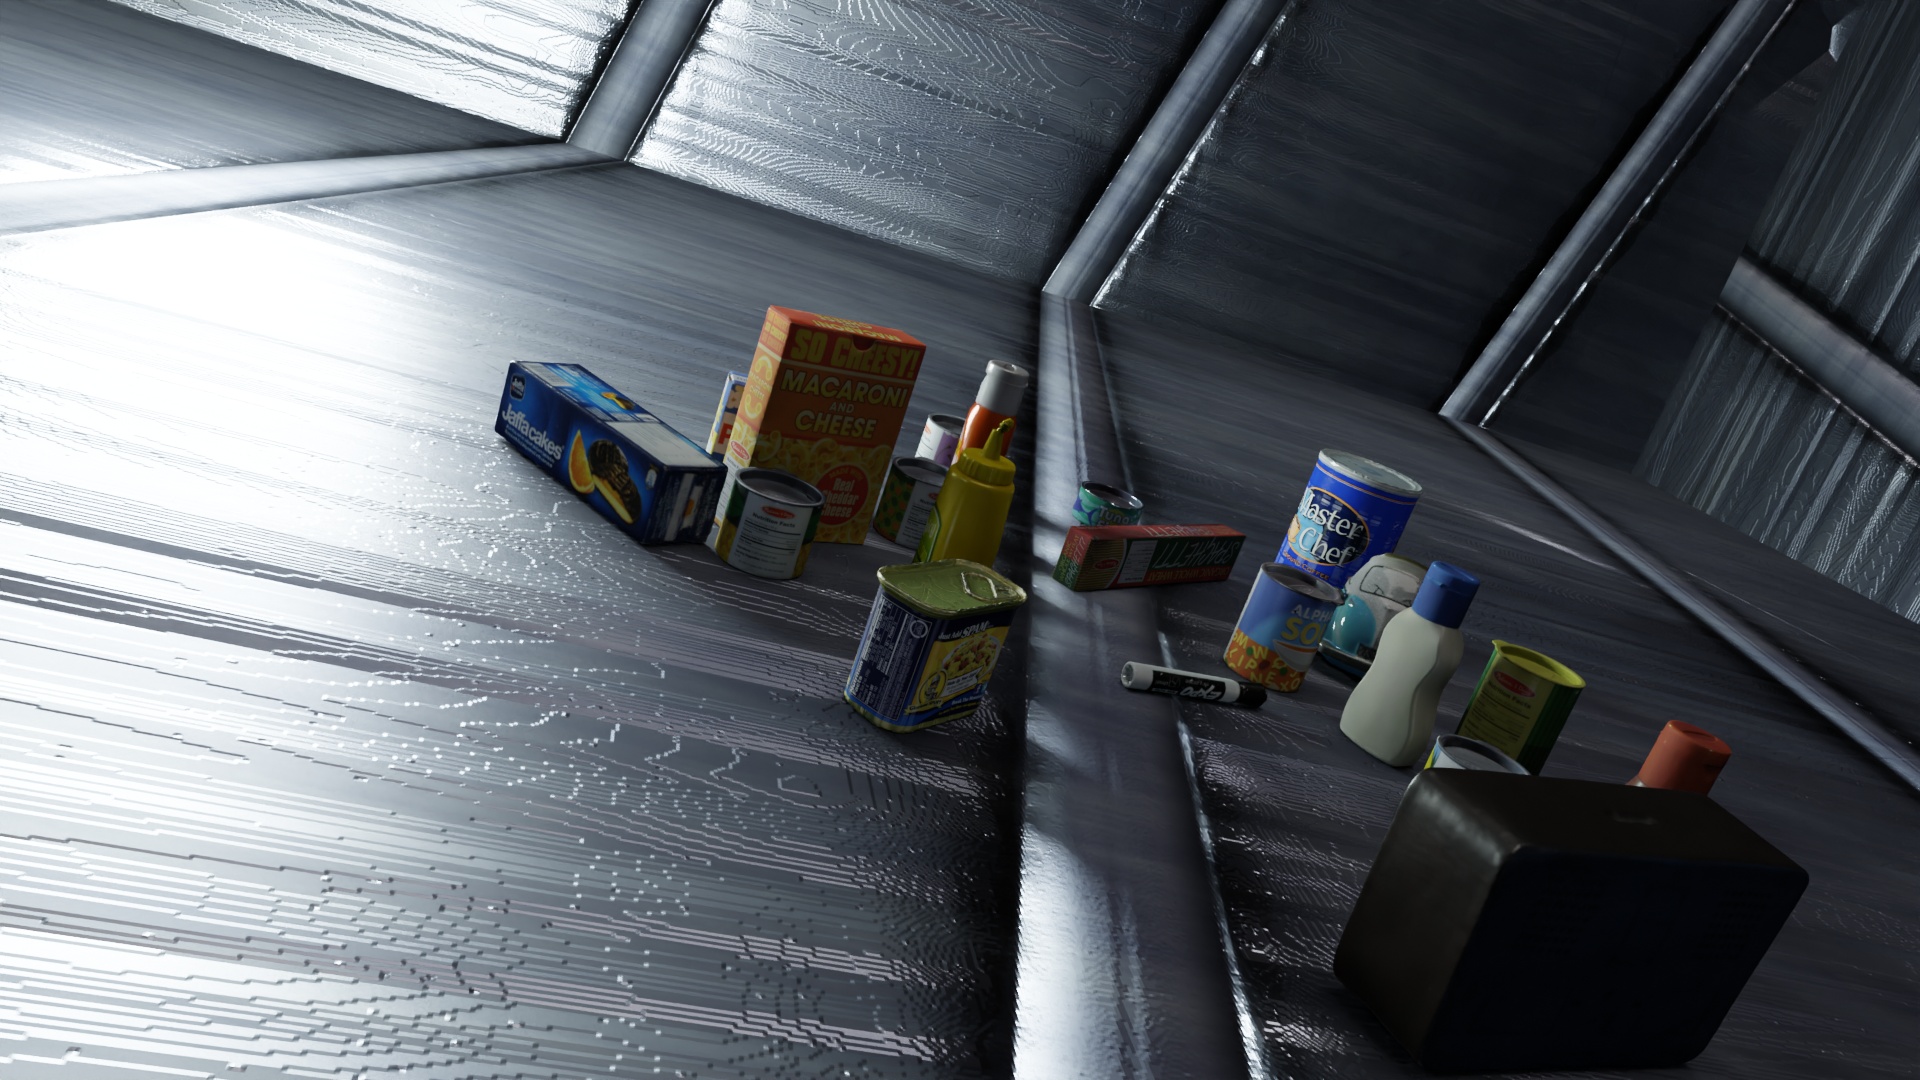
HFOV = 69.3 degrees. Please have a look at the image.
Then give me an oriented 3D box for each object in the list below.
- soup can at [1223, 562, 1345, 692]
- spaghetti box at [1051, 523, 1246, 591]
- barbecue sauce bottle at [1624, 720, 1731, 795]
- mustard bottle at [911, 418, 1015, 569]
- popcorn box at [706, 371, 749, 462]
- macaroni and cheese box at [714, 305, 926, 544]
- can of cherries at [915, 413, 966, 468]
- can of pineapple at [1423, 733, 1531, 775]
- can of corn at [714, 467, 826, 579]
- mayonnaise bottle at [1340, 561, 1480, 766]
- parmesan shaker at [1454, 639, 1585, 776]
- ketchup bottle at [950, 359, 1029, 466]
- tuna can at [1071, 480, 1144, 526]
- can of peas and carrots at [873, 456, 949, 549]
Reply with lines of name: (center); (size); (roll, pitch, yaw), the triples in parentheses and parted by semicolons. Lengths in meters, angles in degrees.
soup can: (0.256, 0.070, 1.098); (0.071, 0.083, 0.071); (18, 17, -6)
spaghetti box: (0.174, 0.013, 1.238); (0.029, 0.050, 0.250); (32, 22, 36)
barbecue sauce bottle: (0.401, 0.178, 0.819); (0.065, 0.148, 0.044); (11, 19, -26)
mustard bottle: (0.003, -0.012, 0.952); (0.049, 0.159, 0.065); (14, 18, -16)
popcorn box: (-0.138, -0.079, 1.130); (0.127, 0.085, 0.038); (13, 18, -18)
macaroni and cheese box: (-0.105, -0.082, 1.037); (0.124, 0.166, 0.040); (4, 23, -40)
can of cherries: (-0.005, -0.081, 1.320); (0.071, 0.058, 0.072); (18, 17, -6)
can of pineapple: (0.340, 0.171, 0.927); (0.071, 0.057, 0.071); (18, 17, -6)
can of corn: (-0.134, -0.013, 0.980); (0.071, 0.058, 0.071); (18, 17, -6)
mayonnaise bottle: (0.333, 0.089, 1.016); (0.041, 0.147, 0.065); (6, 21, -37)
parmesan shaker: (0.405, 0.135, 1.027); (0.071, 0.102, 0.071); (18, 17, -6)
ketchup bottle: (0.019, -0.079, 1.189); (0.043, 0.148, 0.065); (20, 17, 1)
tuna can: (0.145, -0.030, 1.367); (0.071, 0.032, 0.071); (18, 17, -6)
can of peas and carrots: (-0.033, -0.031, 1.139); (0.071, 0.058, 0.071); (18, 17, -6)
